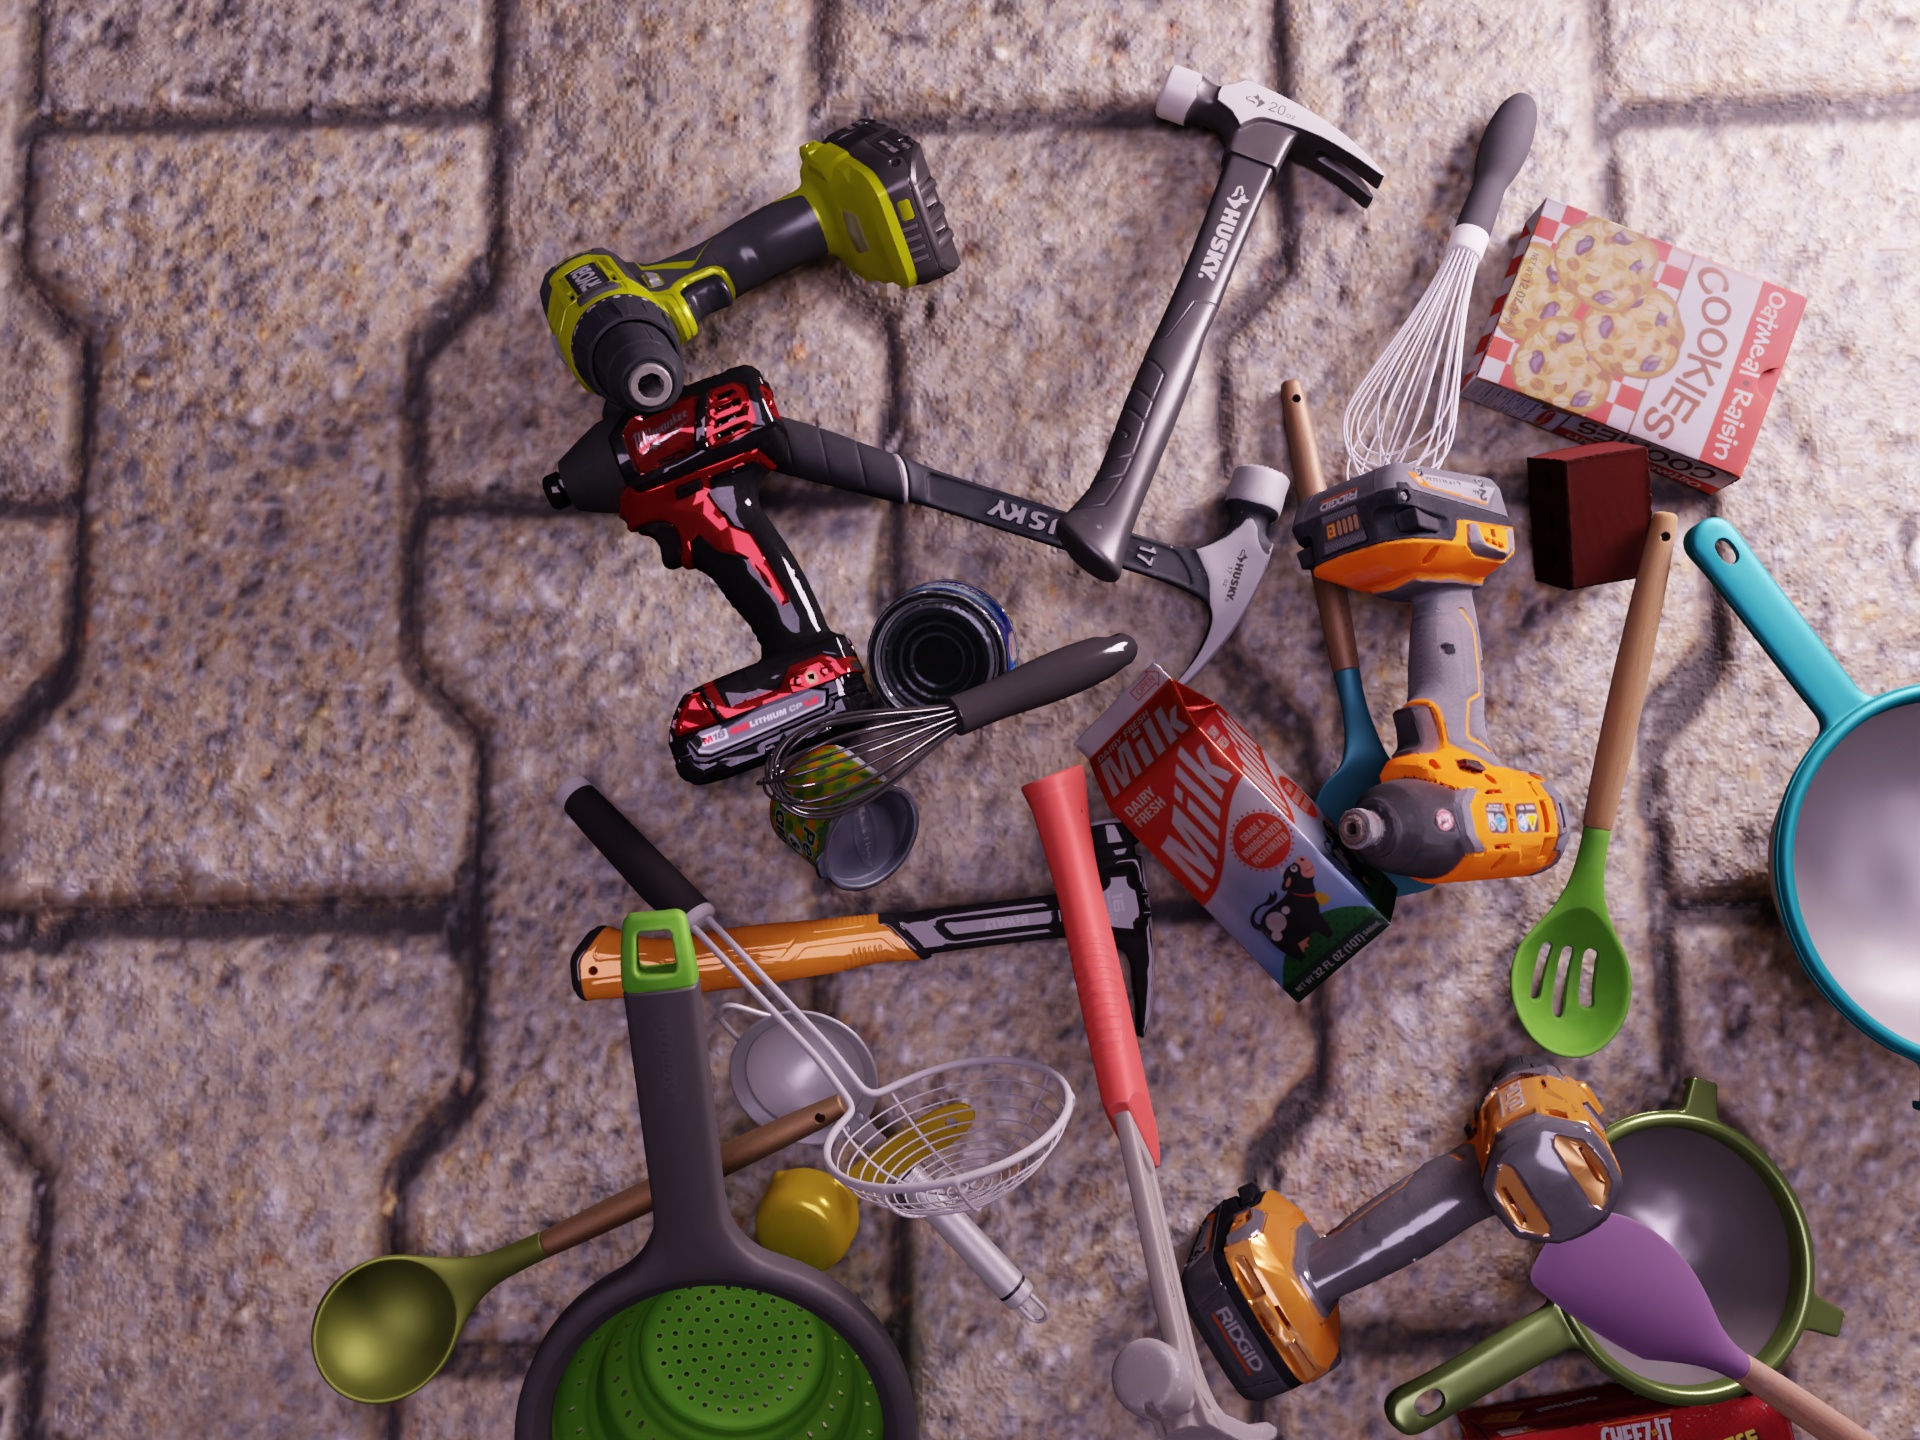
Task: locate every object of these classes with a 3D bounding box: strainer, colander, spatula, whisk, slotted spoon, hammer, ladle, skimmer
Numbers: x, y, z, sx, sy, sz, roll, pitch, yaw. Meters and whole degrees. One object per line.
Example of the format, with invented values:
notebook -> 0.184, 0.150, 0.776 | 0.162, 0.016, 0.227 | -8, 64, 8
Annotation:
strainer -> 0.336, 0.315, 0.871 | 0.256, 0.069, 0.151 | -26, 81, -9
colander -> -0.132, 0.279, 0.835 | 0.204, 0.094, 0.397 | -5, 101, -1
spatula -> 0.222, -0.052, 0.951 | 0.082, 0.044, 0.318 | -7, 78, 0
strainer -> -0.041, 0.248, 0.905 | 0.087, 0.050, 0.258 | -43, 90, 19
whisk -> 0.295, -0.260, 0.963 | 0.070, 0.070, 0.285 | 22, 78, 3
slotted spoon -> 0.372, 0.037, 0.910 | 0.070, 0.031, 0.314 | 10, 94, 1
hammer -> -0.056, 0.136, 0.922 | 0.337, 0.034, 0.127 | -6, 82, 0
whisk -> -0.001, -0.004, 0.873 | 0.239, 0.055, 0.055 | -22, 83, -22
strainer -> 0.505, 0.037, 0.902 | 0.211, 0.095, 0.340 | -33, 82, -6
hammer -> 0.138, -0.232, 0.942 | 0.146, 0.035, 0.335 | 22, 74, 3
hammer -> 0.084, 0.181, 0.815 | 0.036, 0.149, 0.359 | -22, 53, 16
ladle -> -0.208, 0.282, 0.874 | 0.320, 0.062, 0.078 | -26, 95, 4
hammer -> -0.018, -0.134, 0.956 | 0.409, 0.036, 0.149 | 17, 84, 3
skimmer -> -0.097, 0.125, 0.848 | 0.363, 0.090, 0.127 | 40, 43, 25
spatula -> 0.425, 0.346, 0.828 | 0.315, 0.018, 0.060 | 35, 84, -10

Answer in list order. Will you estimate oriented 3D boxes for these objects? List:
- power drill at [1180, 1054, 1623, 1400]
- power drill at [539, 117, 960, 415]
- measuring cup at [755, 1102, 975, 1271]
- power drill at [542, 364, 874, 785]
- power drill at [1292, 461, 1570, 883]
power drill -> 0.240, 0.257, 0.855 | 0.226, 0.185, 0.084 | -34, 84, 15
power drill -> -0.122, -0.252, 0.905 | 0.228, 0.191, 0.080 | -28, 124, -7
measuring cup -> -0.053, 0.256, 0.874 | 0.156, 0.029, 0.062 | -39, 96, 24
power drill -> -0.145, -0.080, 0.913 | 0.143, 0.078, 0.220 | -20, 89, 3
power drill -> 0.254, -0.022, 0.882 | 0.164, 0.084, 0.226 | 1, 77, -39
